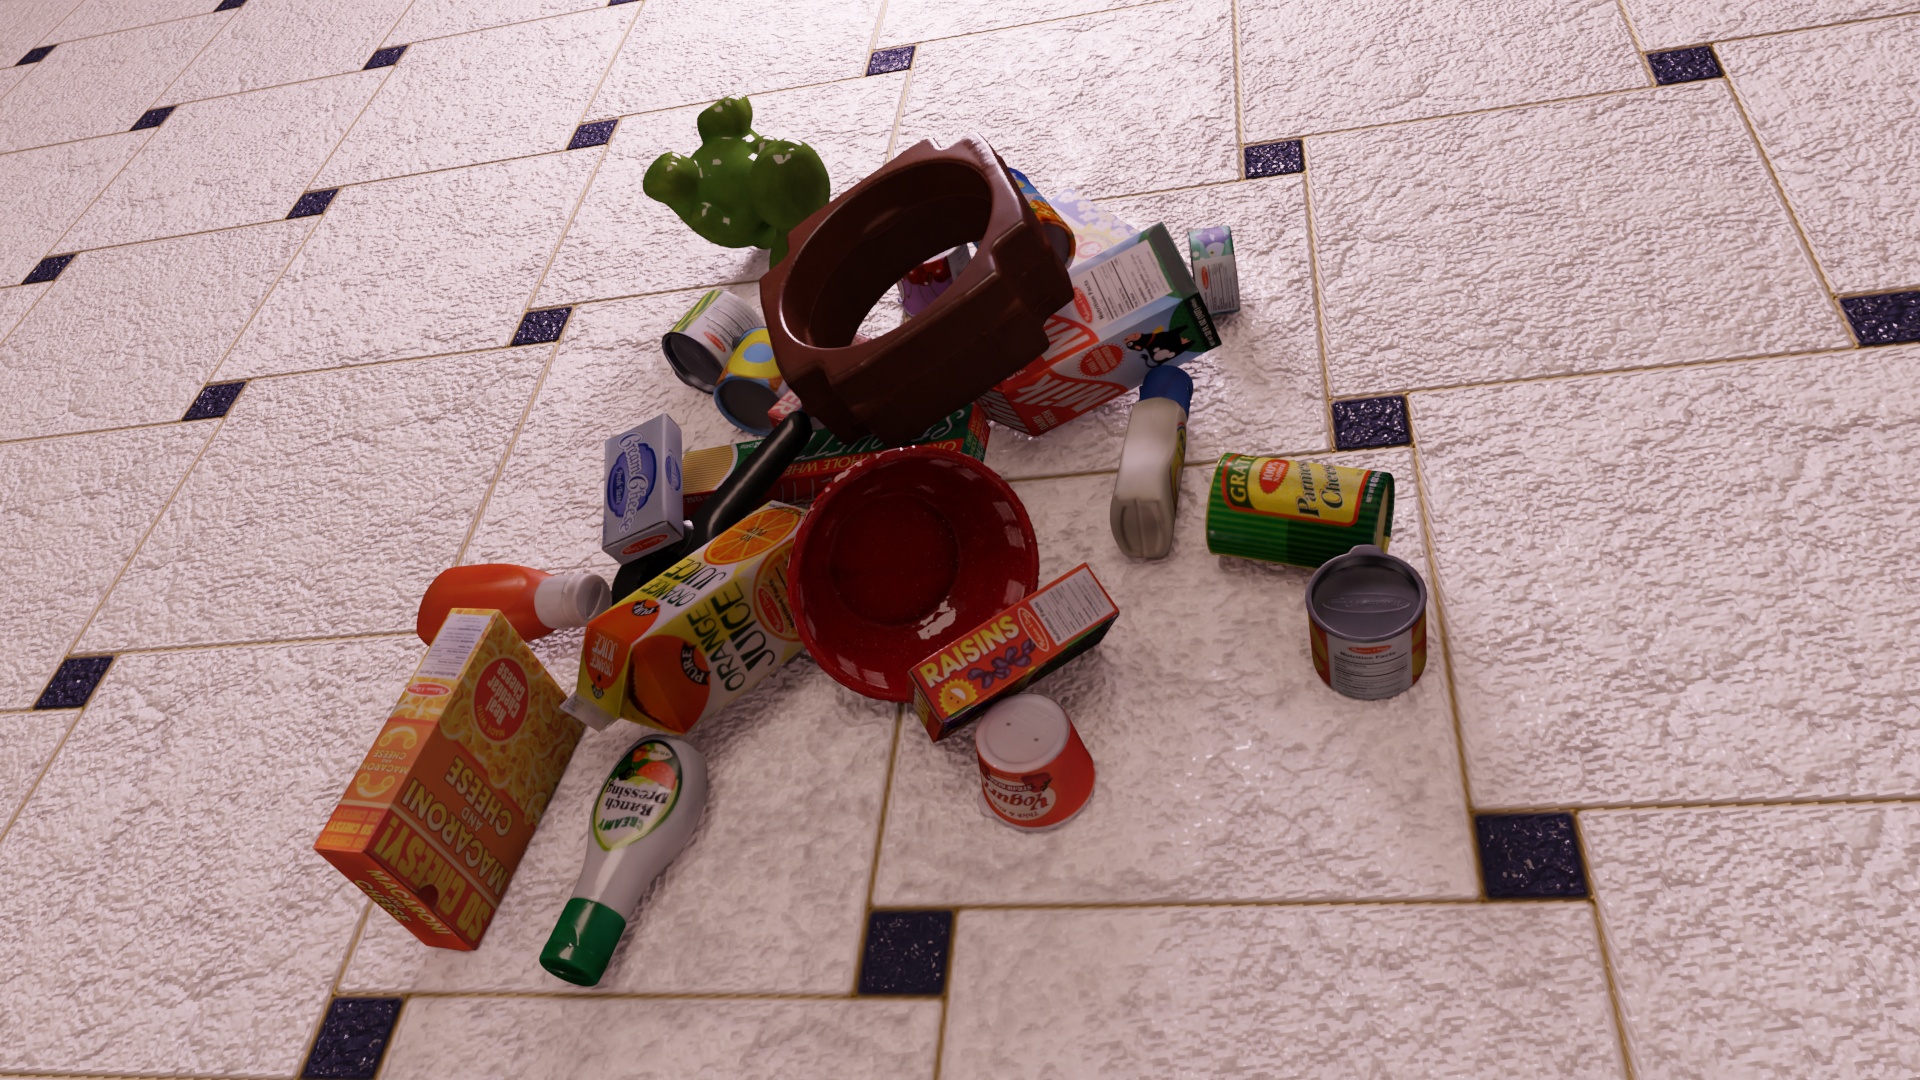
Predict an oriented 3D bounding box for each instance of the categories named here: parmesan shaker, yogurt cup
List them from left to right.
[{"bbox_3d":[0.040,0.124,0.796,0.072,0.053,0.073,-9,46,9],"label":"yogurt cup"},{"bbox_3d":[0.213,-0.018,0.865,0.103,0.071,0.072,8,52,24],"label":"parmesan shaker"}]

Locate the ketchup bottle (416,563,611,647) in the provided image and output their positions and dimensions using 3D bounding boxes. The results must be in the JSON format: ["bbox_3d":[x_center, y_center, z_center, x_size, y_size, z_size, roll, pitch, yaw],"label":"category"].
[{"bbox_3d":[-0.312,0.045,0.972,0.148,0.043,0.065,-5,55,29],"label":"ketchup bottle"}]

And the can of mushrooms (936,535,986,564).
[{"bbox_3d":[0.003,-0.012,0.949,0.071,0.033,0.071,-10,47,10],"label":"can of mushrooms"}]

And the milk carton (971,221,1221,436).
[{"bbox_3d":[0.080,-0.140,0.993,0.190,0.072,0.074,-26,58,11],"label":"milk carton"}]

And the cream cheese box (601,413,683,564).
[{"bbox_3d":[-0.222,-0.037,0.971,0.053,0.024,0.104,-22,50,15],"label":"cream cheese box"}]

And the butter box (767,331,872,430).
[{"bbox_3d":[-0.101,-0.108,1.059,0.024,0.053,0.104,22,58,31],"label":"butter box"}]

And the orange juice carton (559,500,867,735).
[{"bbox_3d":[-0.162,0.057,0.884,0.193,0.072,0.072,-36,28,-25],"label":"orange juice carton"}]

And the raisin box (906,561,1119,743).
[{"bbox_3d":[0.029,0.069,0.827,0.123,0.086,0.040,-30,78,-11],"label":"raisin box"}]

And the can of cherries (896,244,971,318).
[{"bbox_3d":[-0.025,-0.221,1.135,0.071,0.058,0.072,-9,47,10],"label":"can of cherries"}]

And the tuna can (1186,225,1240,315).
[{"bbox_3d":[0.190,-0.203,1.044,0.033,0.070,0.071,-8,47,11],"label":"tuna can"}]

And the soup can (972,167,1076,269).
[{"bbox_3d":[0.041,-0.240,1.070,0.071,0.071,0.084,-26,48,-6],"label":"soup can"}]

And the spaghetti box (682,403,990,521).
[{"bbox_3d":[-0.098,-0.054,0.998,0.250,0.028,0.050,-7,47,25],"label":"spaghetti box"}]

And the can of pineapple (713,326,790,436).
[{"bbox_3d":[-0.153,-0.123,1.081,0.071,0.070,0.058,3,50,20],"label":"can of pineapple"}]

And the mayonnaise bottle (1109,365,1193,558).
[{"bbox_3d":[0.131,-0.059,0.934,0.041,0.064,0.149,2,46,17],"label":"mayonnaise bottle"}]

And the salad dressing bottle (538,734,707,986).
[{"bbox_3d":[-0.199,0.187,0.822,0.064,0.043,0.148,5,50,19],"label":"salad dressing bottle"}]

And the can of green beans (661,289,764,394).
[{"bbox_3d":[-0.200,-0.162,1.132,0.071,0.071,0.058,17,55,30],"label":"can of green beans"}]

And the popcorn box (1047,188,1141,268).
[{"bbox_3d":[0.095,-0.226,1.115,0.085,0.038,0.127,-34,48,-12],"label":"popcorn box"}]

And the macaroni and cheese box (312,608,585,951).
[{"bbox_3d":[-0.300,0.143,0.841,0.040,0.123,0.167,0,49,20],"label":"macaroni and cheese box"}]

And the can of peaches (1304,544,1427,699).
[{"bbox_3d":[0.235,0.048,0.802,0.071,0.057,0.071,-10,46,10],"label":"can of peaches"}]
